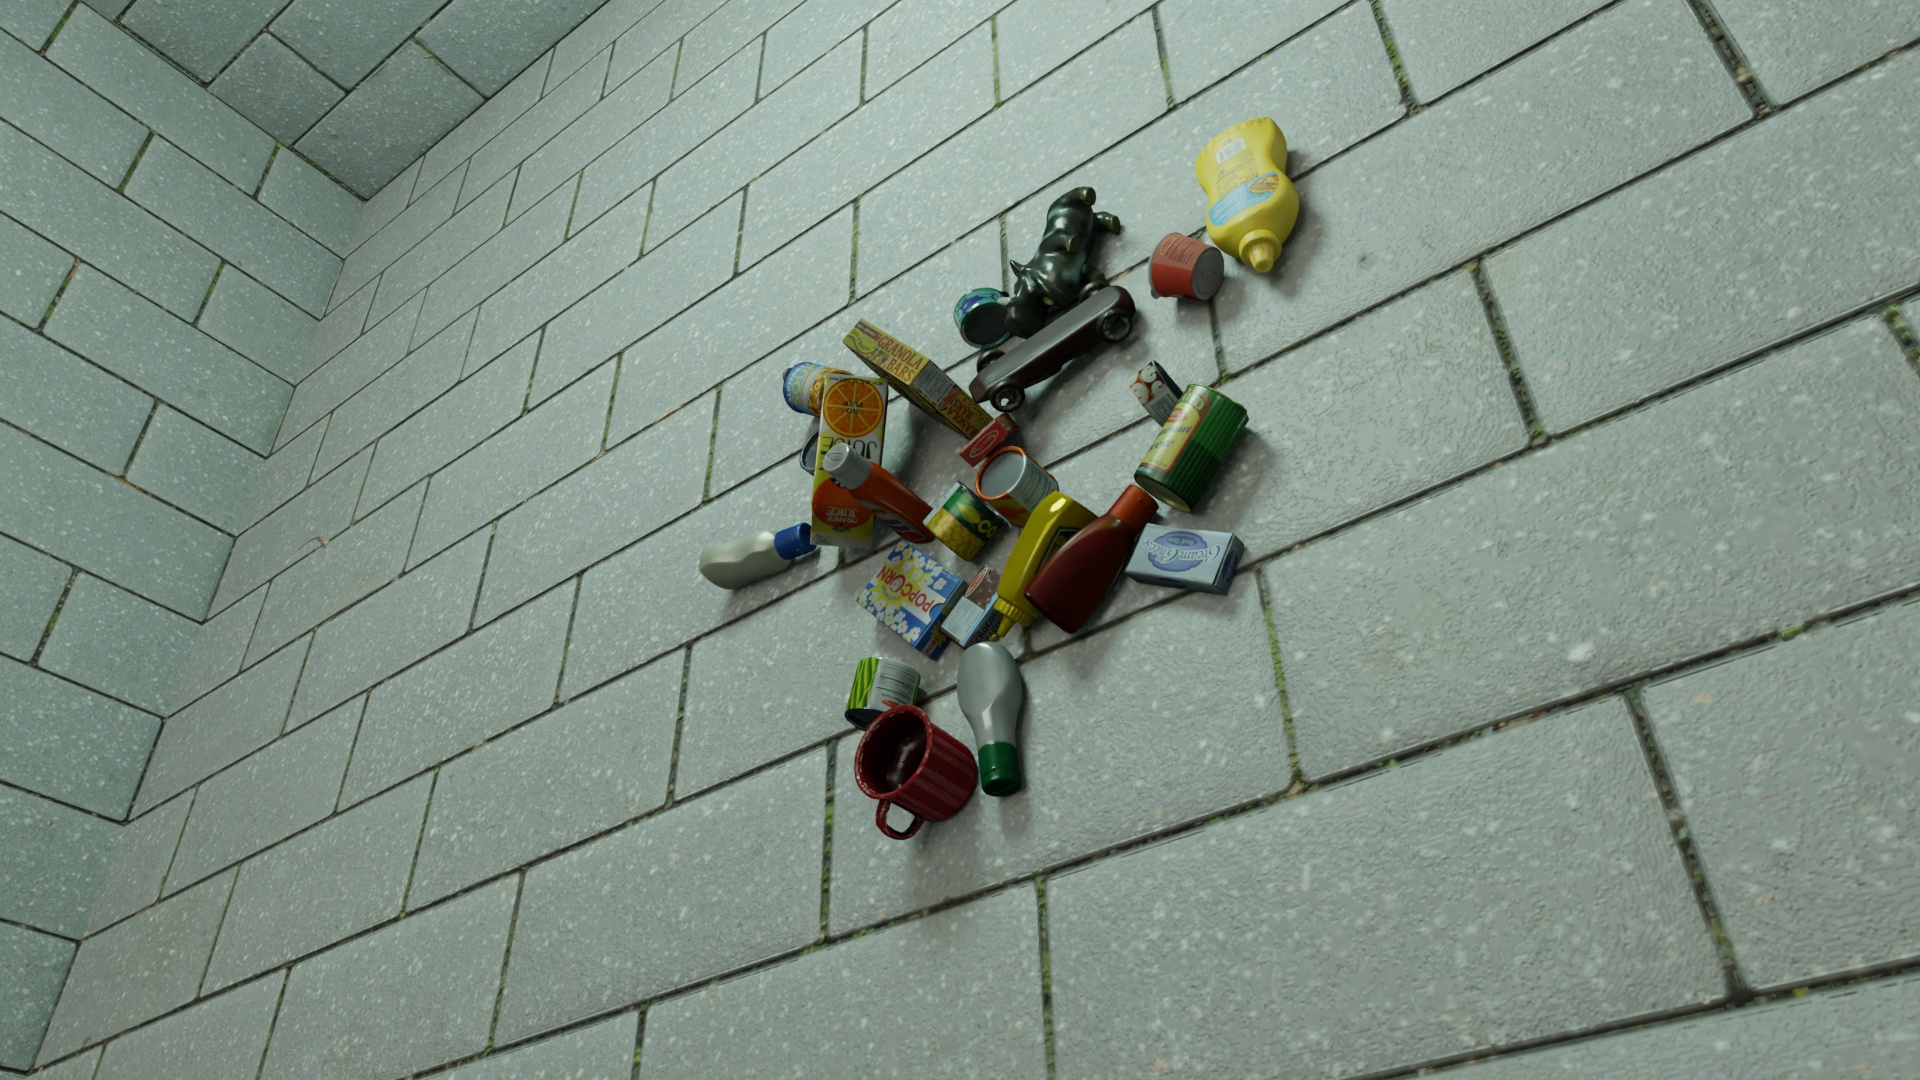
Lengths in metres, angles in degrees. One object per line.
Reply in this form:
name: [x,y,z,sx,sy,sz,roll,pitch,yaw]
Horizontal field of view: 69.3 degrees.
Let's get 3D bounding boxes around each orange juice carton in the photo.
orange juice carton: [-0.126,-0.087,1.573,0.072,0.073,0.193,6,83,-1]

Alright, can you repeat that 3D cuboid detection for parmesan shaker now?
parmesan shaker: [0.216,-0.086,1.294,0.071,0.071,0.103,23,78,50]

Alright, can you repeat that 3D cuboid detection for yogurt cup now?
yogurt cup: [0.234,-0.279,1.429,0.054,0.072,0.072,24,78,41]

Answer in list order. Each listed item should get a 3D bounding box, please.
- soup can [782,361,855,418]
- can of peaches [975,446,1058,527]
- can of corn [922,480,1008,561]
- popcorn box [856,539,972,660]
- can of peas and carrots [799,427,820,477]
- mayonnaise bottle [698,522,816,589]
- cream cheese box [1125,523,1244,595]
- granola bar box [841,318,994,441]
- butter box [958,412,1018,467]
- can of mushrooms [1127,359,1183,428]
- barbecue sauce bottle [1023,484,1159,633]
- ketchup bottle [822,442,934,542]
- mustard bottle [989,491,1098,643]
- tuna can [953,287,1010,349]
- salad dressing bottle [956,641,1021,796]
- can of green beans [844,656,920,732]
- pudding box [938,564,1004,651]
soup can: [-0.175,-0.187,1.740,0.084,0.071,0.071,18,75,49]
can of peaches: [0.056,-0.056,1.431,0.071,0.058,0.071,-24,47,29]
can of corn: [0.005,-0.018,1.447,0.058,0.071,0.071,-49,39,4]
popcorn box: [-0.045,0.061,1.454,0.085,0.038,0.127,-53,39,-4]
can of peas and carrots: [-0.148,-0.099,1.656,0.071,0.058,0.071,-24,46,28]
mayonnaise bottle: [-0.239,0.016,1.656,0.148,0.064,0.041,-19,52,28]
cream cheese box: [0.203,0.016,1.263,0.104,0.024,0.053,8,67,46]
granola bar box: [-0.049,-0.180,1.573,0.039,0.124,0.166,-51,39,-1]
butter box: [0.031,-0.108,1.476,0.053,0.024,0.104,-42,1,13]
can of mushrooms: [0.195,-0.143,1.359,0.033,0.071,0.071,-39,41,17]
barbecue sauce bottle: [0.128,0.014,1.310,0.149,0.065,0.043,-50,6,-7]
ketchup bottle: [-0.086,-0.052,1.492,0.065,0.148,0.043,10,67,47]
mustard bottle: [0.074,0.033,1.346,0.049,0.065,0.160,28,88,55]
tuna can: [0.030,-0.257,1.604,0.071,0.071,0.033,-37,43,17]
salad dressing bottle: [0.030,0.166,1.299,0.064,0.044,0.148,-28,46,25]
can of green beans: [-0.078,0.156,1.391,0.071,0.071,0.058,-11,53,38]
pudding box: [0.022,0.071,1.389,0.084,0.030,0.050,-54,38,-4]
